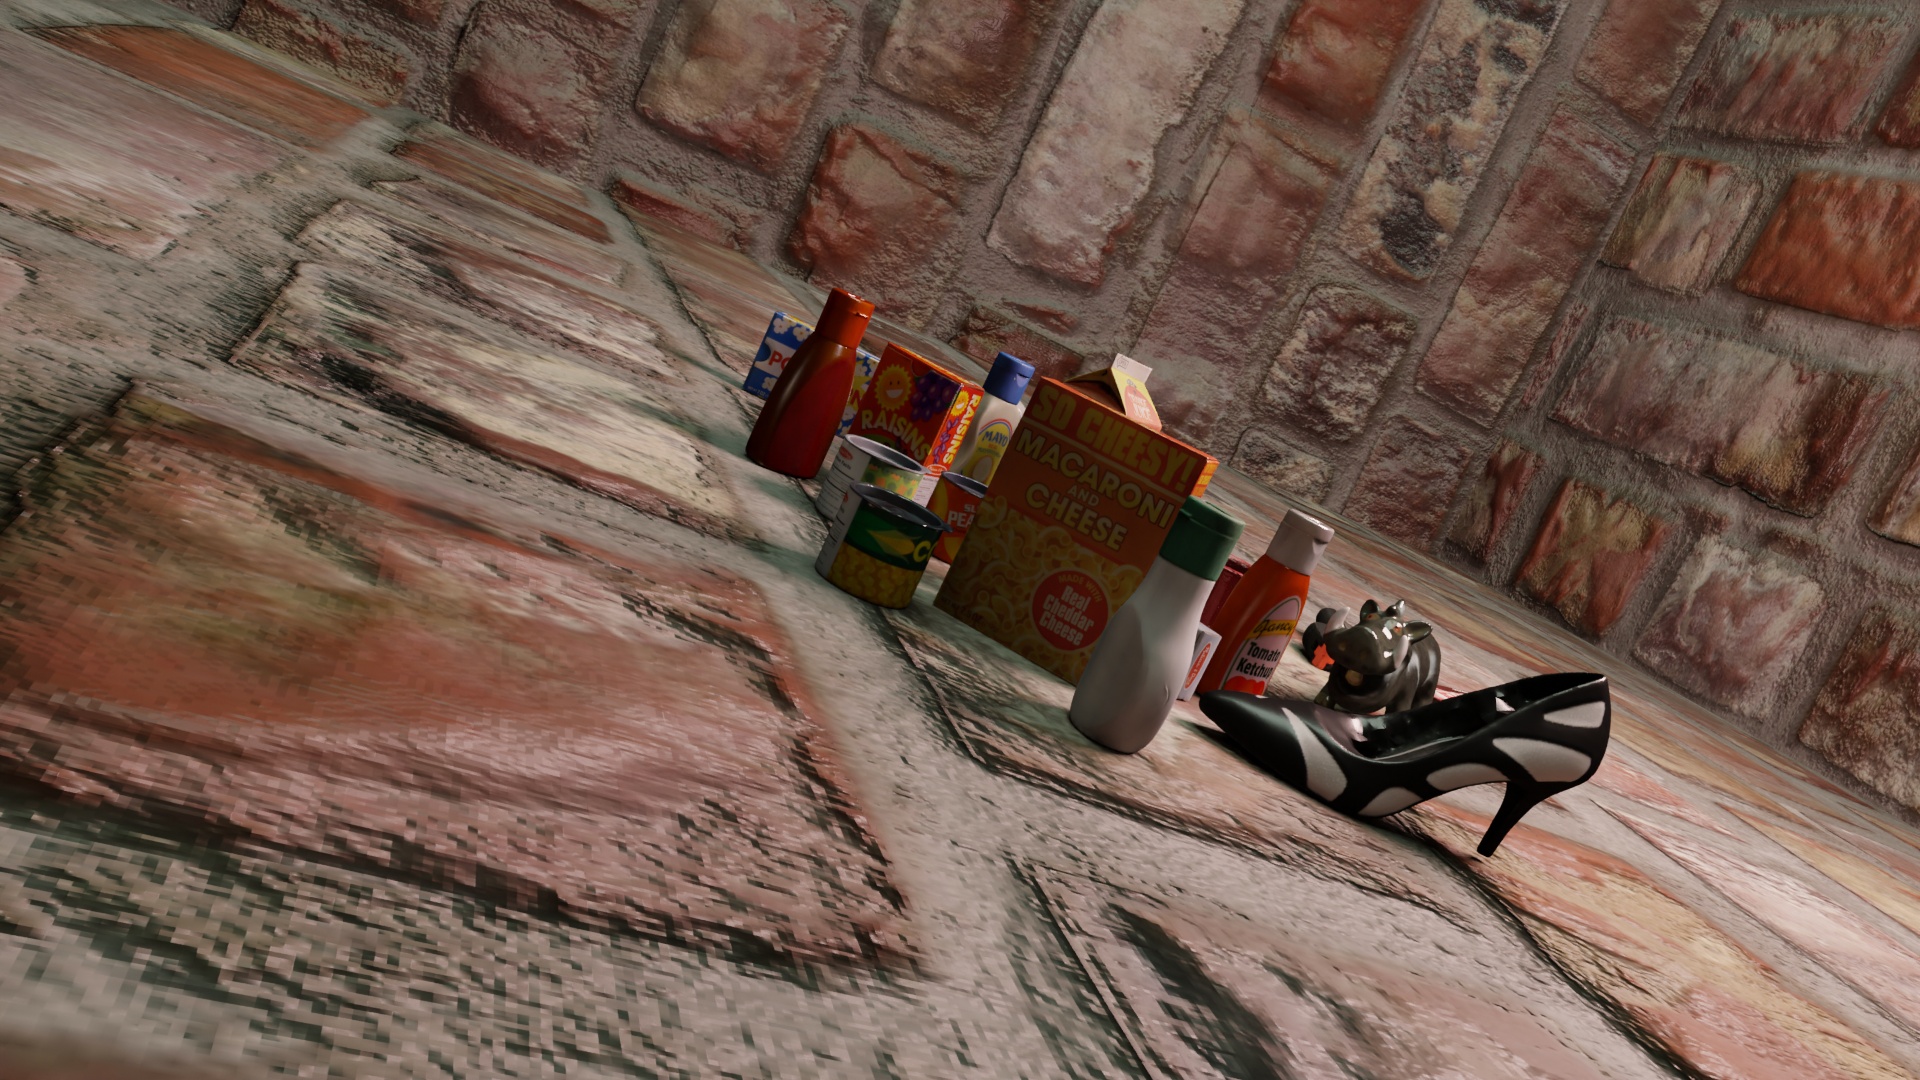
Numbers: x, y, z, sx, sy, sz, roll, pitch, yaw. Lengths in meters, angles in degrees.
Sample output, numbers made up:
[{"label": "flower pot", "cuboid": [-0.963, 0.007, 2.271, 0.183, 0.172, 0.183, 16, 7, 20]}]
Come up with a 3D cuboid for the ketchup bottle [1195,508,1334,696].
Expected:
[{"label": "ketchup bottle", "cuboid": [0.221, 0.050, 1.013, 0.065, 0.148, 0.043, 17, 13, -39]}]

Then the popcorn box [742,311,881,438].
[{"label": "popcorn box", "cuboid": [-0.139, -0.162, 1.375, 0.127, 0.085, 0.038, 26, 10, 5]}]

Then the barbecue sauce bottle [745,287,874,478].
[{"label": "barbecue sauce bottle", "cuboid": [-0.113, -0.124, 1.090, 0.065, 0.148, 0.044, 14, 16, -48]}]

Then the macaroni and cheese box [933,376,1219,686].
[{"label": "macaroni and cheese box", "cuboid": [0.073, -0.005, 0.894, 0.124, 0.166, 0.040, 29, 11, 18]}]

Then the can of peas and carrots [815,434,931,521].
[{"label": "can of peas and carrots", "cuboid": [-0.065, -0.038, 1.032, 0.071, 0.058, 0.071, 24, 11, -5]}]

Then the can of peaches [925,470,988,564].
[{"label": "can of peaches", "cuboid": [0.004, -0.013, 1.069, 0.071, 0.058, 0.071, 24, 11, -5]}]

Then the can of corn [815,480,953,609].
[{"label": "can of corn", "cuboid": [-0.048, 0.004, 0.872, 0.071, 0.058, 0.071, 24, 11, -5]}]

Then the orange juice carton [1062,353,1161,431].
[{"label": "orange juice carton", "cuboid": [0.110, -0.070, 1.212, 0.073, 0.192, 0.072, 32, 12, 32]}]

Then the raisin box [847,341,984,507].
[{"label": "raisin box", "cuboid": [-0.045, -0.087, 1.135, 0.086, 0.123, 0.040, 32, 12, 31]}]

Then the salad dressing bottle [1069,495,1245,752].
[{"label": "salad dressing bottle", "cuboid": [0.113, 0.047, 0.791, 0.044, 0.147, 0.064, 20, 12, -26]}]

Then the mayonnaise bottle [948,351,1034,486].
[{"label": "mayonnaise bottle", "cuboid": [0.020, -0.097, 1.258, 0.065, 0.147, 0.041, 15, 15, -44]}]

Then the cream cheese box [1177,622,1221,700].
[{"label": "cream cheese box", "cuboid": [0.133, 0.066, 0.994, 0.024, 0.053, 0.104, 16, 14, -42]}]
